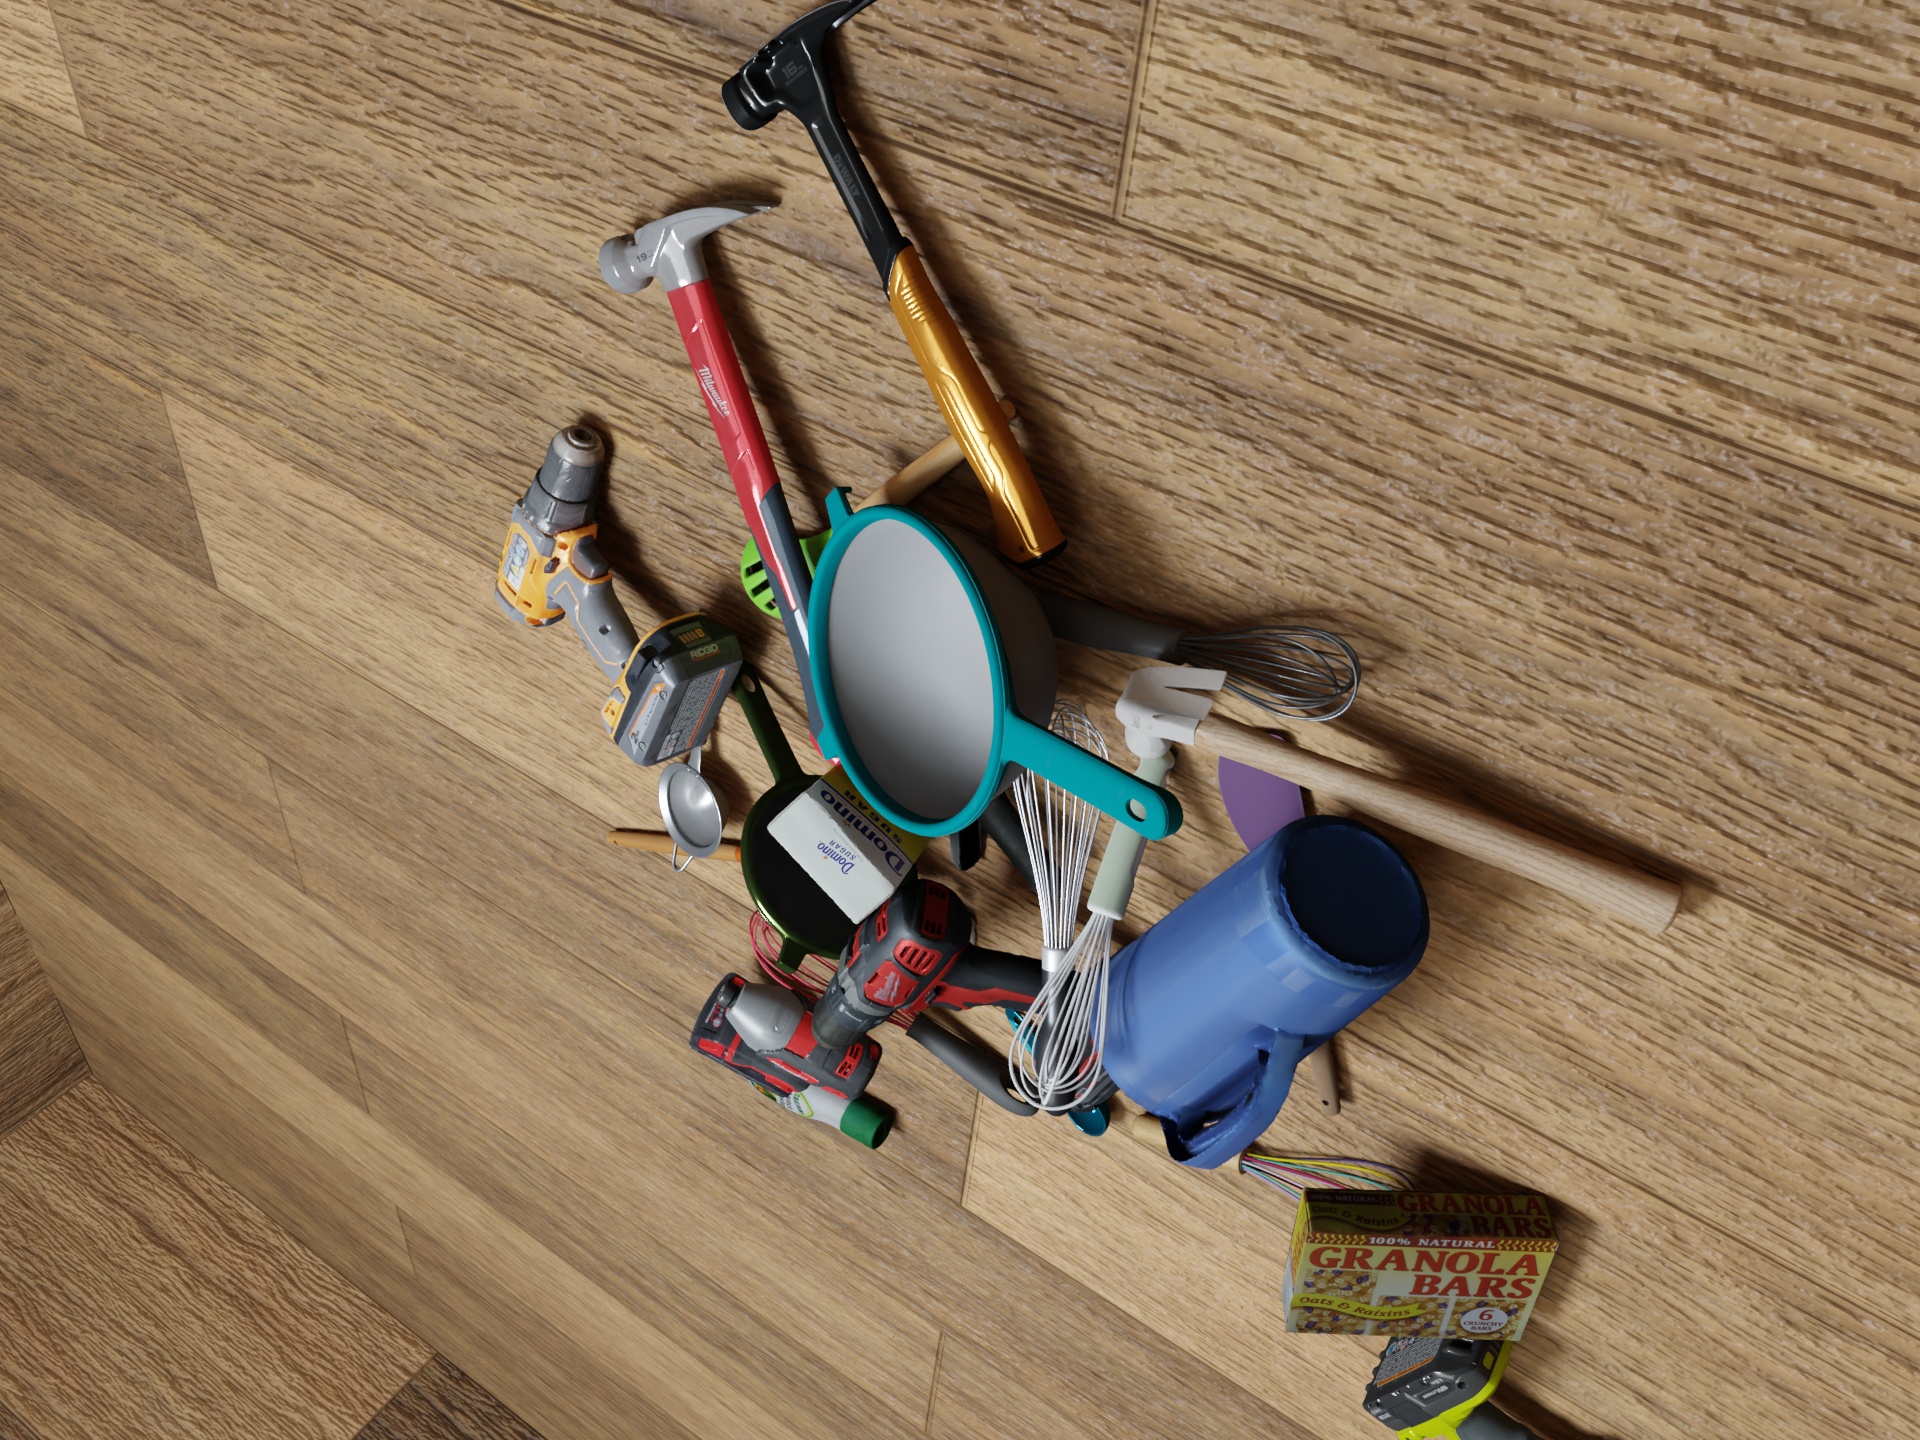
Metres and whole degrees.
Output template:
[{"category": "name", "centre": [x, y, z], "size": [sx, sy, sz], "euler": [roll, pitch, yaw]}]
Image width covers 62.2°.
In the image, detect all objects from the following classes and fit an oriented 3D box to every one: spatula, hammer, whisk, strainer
[{"category": "spatula", "centre": [-0.215, 0.121, 1.404], "size": [0.323, 0.041, 0.081], "euler": [2, 130, 41]}, {"category": "hammer", "centre": [-0.122, -0.149, 1.073], "size": [0.143, 0.038, 0.386], "euler": [-4, 112, 39]}, {"category": "whisk", "centre": [0.067, 0.127, 1.068], "size": [0.070, 0.070, 0.284], "euler": [5, 97, 38]}, {"category": "strainer", "centre": [-0.218, 0.020, 1.326], "size": [0.087, 0.050, 0.258], "euler": [34, 134, 31]}, {"category": "whisk", "centre": [-0.056, 0.247, 1.358], "size": [0.296, 0.073, 0.073], "euler": [34, 138, 7]}, {"category": "spatula", "centre": [0.222, 0.142, 1.064], "size": [0.060, 0.018, 0.315], "euler": [6, 124, 40]}, {"category": "strainer", "centre": [0.035, -0.015, 0.975], "size": [0.341, 0.095, 0.211], "euler": [30, 125, 44]}, {"category": "hammer", "centre": [-0.019, -0.244, 0.928], "size": [0.127, 0.034, 0.336], "euler": [-15, 107, 47]}, {"category": "whisk", "centre": [0.134, -0.047, 0.966], "size": [0.239, 0.055, 0.055], "euler": [17, 131, 37]}, {"category": "whisk", "centre": [0.092, 0.132, 1.029], "size": [0.059, 0.246, 0.057], "euler": [19, 171, 11]}, {"category": "whisk", "centre": [0.233, 0.342, 1.199], "size": [0.245, 0.051, 0.047], "euler": [8, 132, 40]}, {"category": "hammer", "centre": [0.245, 0.044, 0.917], "size": [0.331, 0.031, 0.130], "euler": [22, 166, 15]}, {"category": "strainer", "centre": [-0.135, 0.076, 1.241], "size": [0.069, 0.151, 0.256], "euler": [-42, 69, 47]}]

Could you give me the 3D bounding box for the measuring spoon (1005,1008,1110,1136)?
[{"category": "measuring spoon", "centre": [0.082, 0.283, 1.304], "size": [0.128, 0.021, 0.042], "euler": [53, 141, 6]}]

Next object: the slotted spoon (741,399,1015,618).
[{"category": "slotted spoon", "centre": [-0.066, -0.140, 1.076], "size": [0.314, 0.031, 0.070], "euler": [-28, 97, 47]}]

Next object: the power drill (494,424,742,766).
[{"category": "power drill", "centre": [-0.268, -0.100, 1.228], "size": [0.226, 0.084, 0.185], "euler": [47, 133, 18]}]

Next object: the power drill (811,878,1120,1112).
[{"category": "power drill", "centre": [0.013, 0.211, 1.165], "size": [0.226, 0.080, 0.187], "euler": [22, 134, -17]}]

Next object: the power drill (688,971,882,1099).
[{"category": "power drill", "centre": [-0.161, 0.271, 1.378], "size": [0.143, 0.078, 0.219], "euler": [31, 161, -11]}]

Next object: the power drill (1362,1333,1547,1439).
[{"category": "power drill", "centre": [0.430, 0.526, 1.154], "size": [0.228, 0.080, 0.190], "euler": [38, 139, 6]}]
